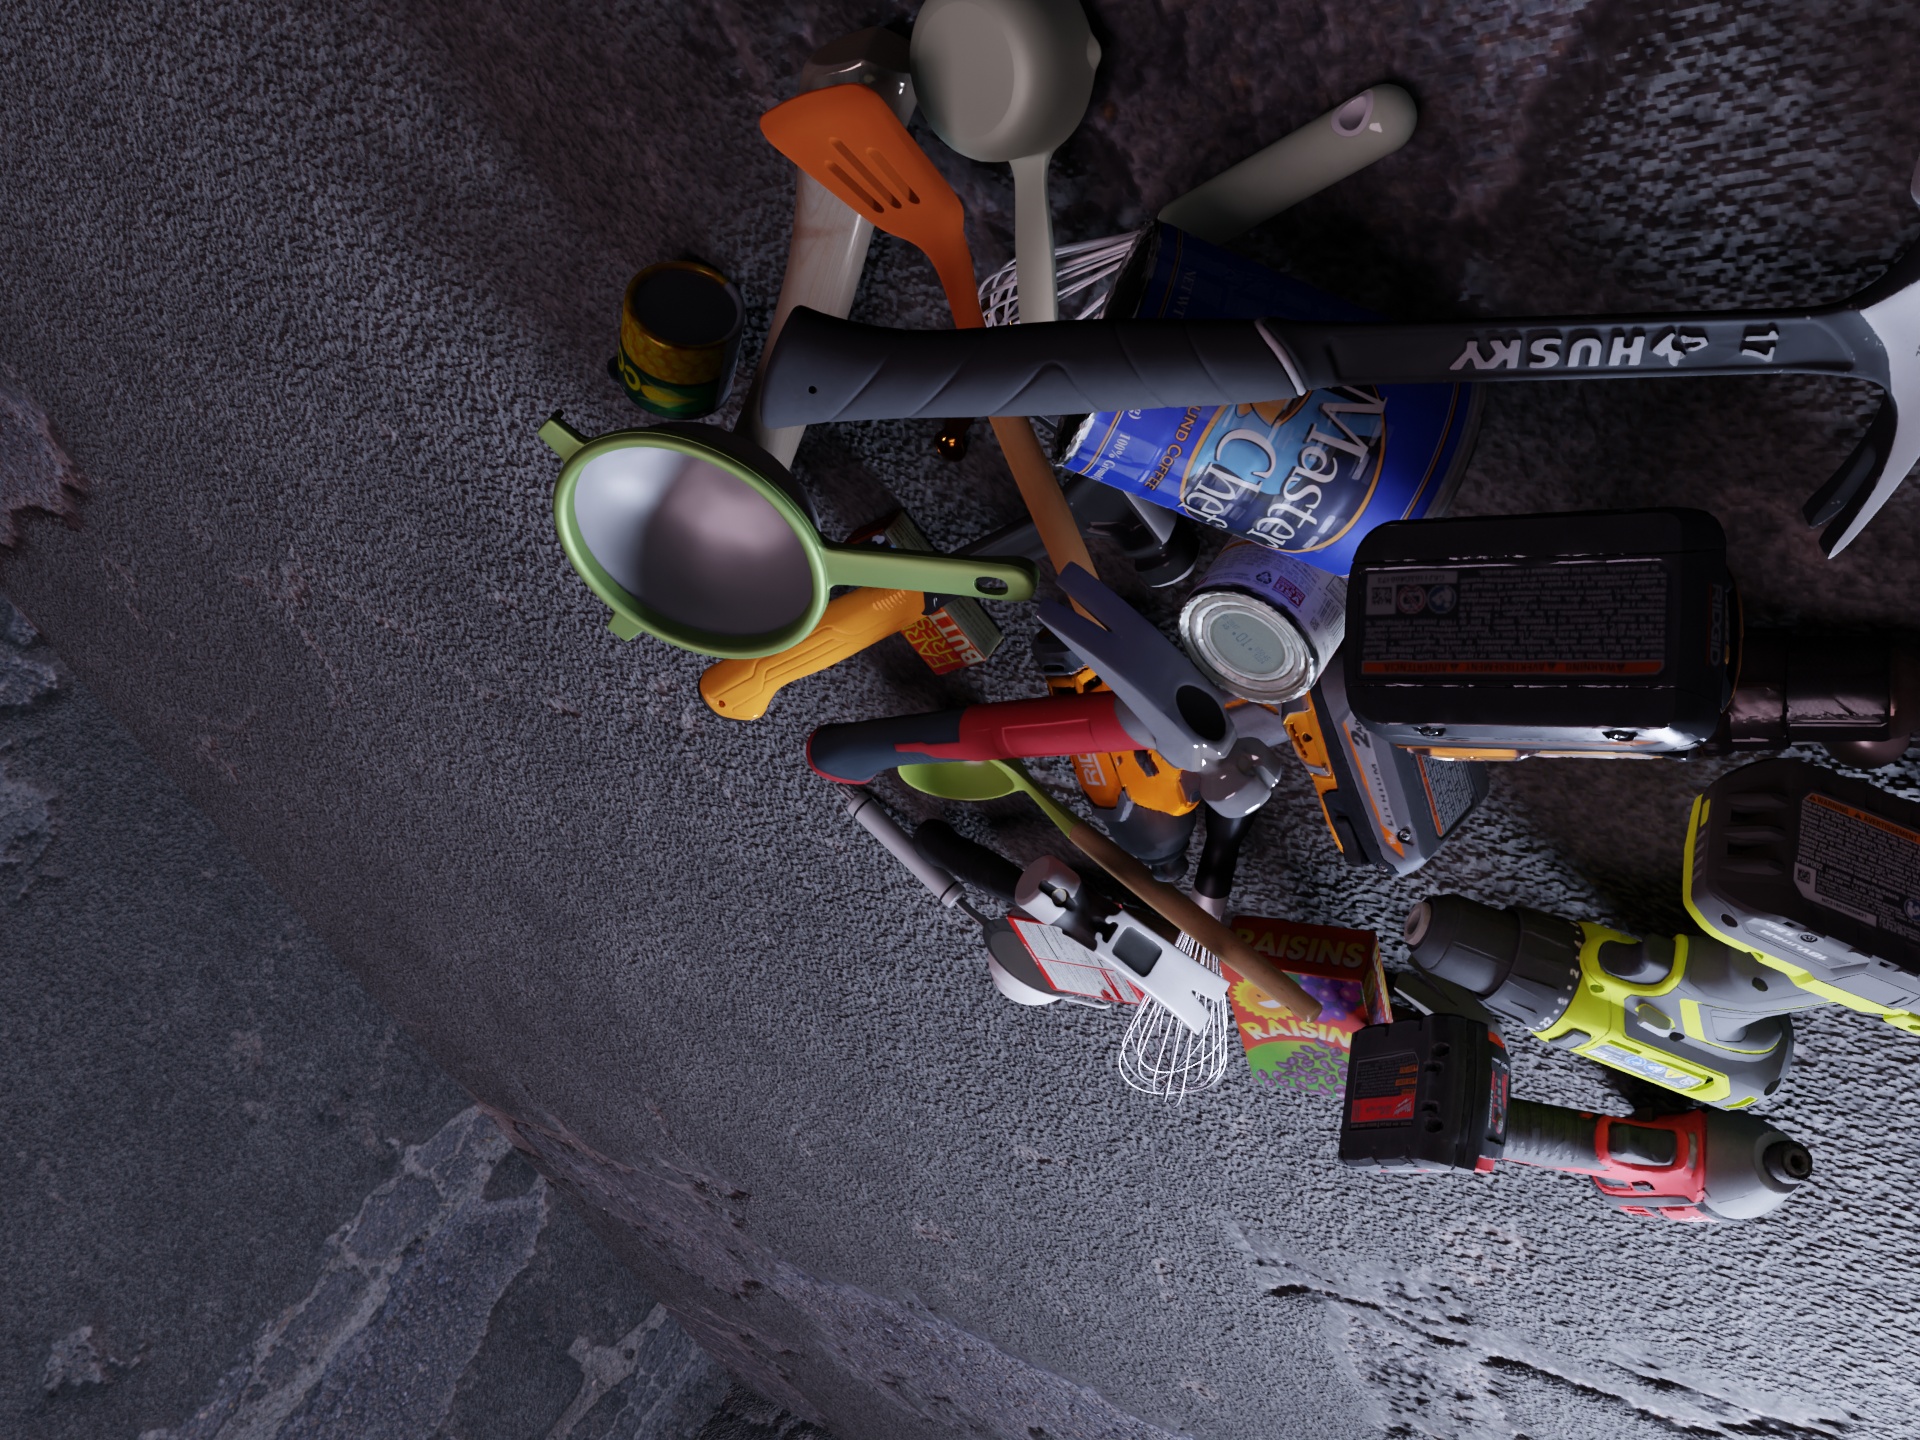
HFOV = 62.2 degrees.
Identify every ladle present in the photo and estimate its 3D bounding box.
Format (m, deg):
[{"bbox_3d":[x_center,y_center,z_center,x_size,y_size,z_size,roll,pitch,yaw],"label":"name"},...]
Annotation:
[{"bbox_3d":[0.081,0.089,0.950,0.320,0.062,0.078,37,172,36],"label":"ladle"}]

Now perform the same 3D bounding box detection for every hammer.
[{"bbox_3d":[-0.084,-0.167,0.829,0.146,0.038,0.410,19,142,-9],"label":"hammer"},{"bbox_3d":[0.189,0.162,1.031,0.331,0.031,0.129,18,143,31],"label":"hammer"},{"bbox_3d":[0.130,-0.121,0.545,0.409,0.036,0.149,0,130,8],"label":"hammer"},{"bbox_3d":[0.043,0.109,0.998,0.146,0.035,0.335,36,173,-19],"label":"hammer"},{"bbox_3d":[-0.001,-0.003,0.862,0.143,0.038,0.386,43,158,-21],"label":"hammer"},{"bbox_3d":[-0.038,-0.072,0.876,0.337,0.034,0.127,-23,122,39],"label":"hammer"}]

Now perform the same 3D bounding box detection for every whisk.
[{"bbox_3d":[0.145,0.131,0.970,0.070,0.070,0.284,23,129,23],"label":"whisk"},{"bbox_3d":[0.086,-0.201,0.669,0.059,0.058,0.246,17,160,-36],"label":"whisk"}]

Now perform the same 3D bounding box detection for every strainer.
[{"bbox_3d":[0.000,0.134,1.162,0.258,0.087,0.050,43,112,13],"label":"strainer"},{"bbox_3d":[-0.080,-0.101,0.816,0.256,0.069,0.151,7,139,14],"label":"strainer"}]

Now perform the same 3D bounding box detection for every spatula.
[{"bbox_3d":[0.014,-0.135,0.720,0.081,0.041,0.322,9,134,50],"label":"spatula"}]

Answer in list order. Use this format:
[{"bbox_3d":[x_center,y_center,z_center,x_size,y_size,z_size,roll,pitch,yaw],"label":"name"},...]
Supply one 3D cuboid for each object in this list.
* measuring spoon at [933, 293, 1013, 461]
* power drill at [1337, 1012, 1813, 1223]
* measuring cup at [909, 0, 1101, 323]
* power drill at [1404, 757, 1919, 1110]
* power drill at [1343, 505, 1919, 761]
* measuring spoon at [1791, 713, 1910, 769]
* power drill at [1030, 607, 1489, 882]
[{"bbox_3d":[0.008,-0.174,0.811,0.021,0.011,0.116,35,145,7],"label":"measuring spoon"},{"bbox_3d":[0.328,0.221,0.851,0.219,0.079,0.143,15,161,-9],"label":"power drill"},{"bbox_3d":[0.018,-0.224,0.660,0.083,0.038,0.167,15,121,39],"label":"measuring cup"},{"bbox_3d":[0.330,0.103,0.725,0.190,0.080,0.228,22,153,-2],"label":"power drill"},{"bbox_3d":[0.256,-0.020,0.594,0.185,0.084,0.226,1,175,31],"label":"power drill"},{"bbox_3d":[0.342,0.009,0.692,0.124,0.018,0.034,-1,131,47],"label":"measuring spoon"},{"bbox_3d":[0.148,0.019,0.824,0.226,0.084,0.164,2,119,48],"label":"power drill"}]
